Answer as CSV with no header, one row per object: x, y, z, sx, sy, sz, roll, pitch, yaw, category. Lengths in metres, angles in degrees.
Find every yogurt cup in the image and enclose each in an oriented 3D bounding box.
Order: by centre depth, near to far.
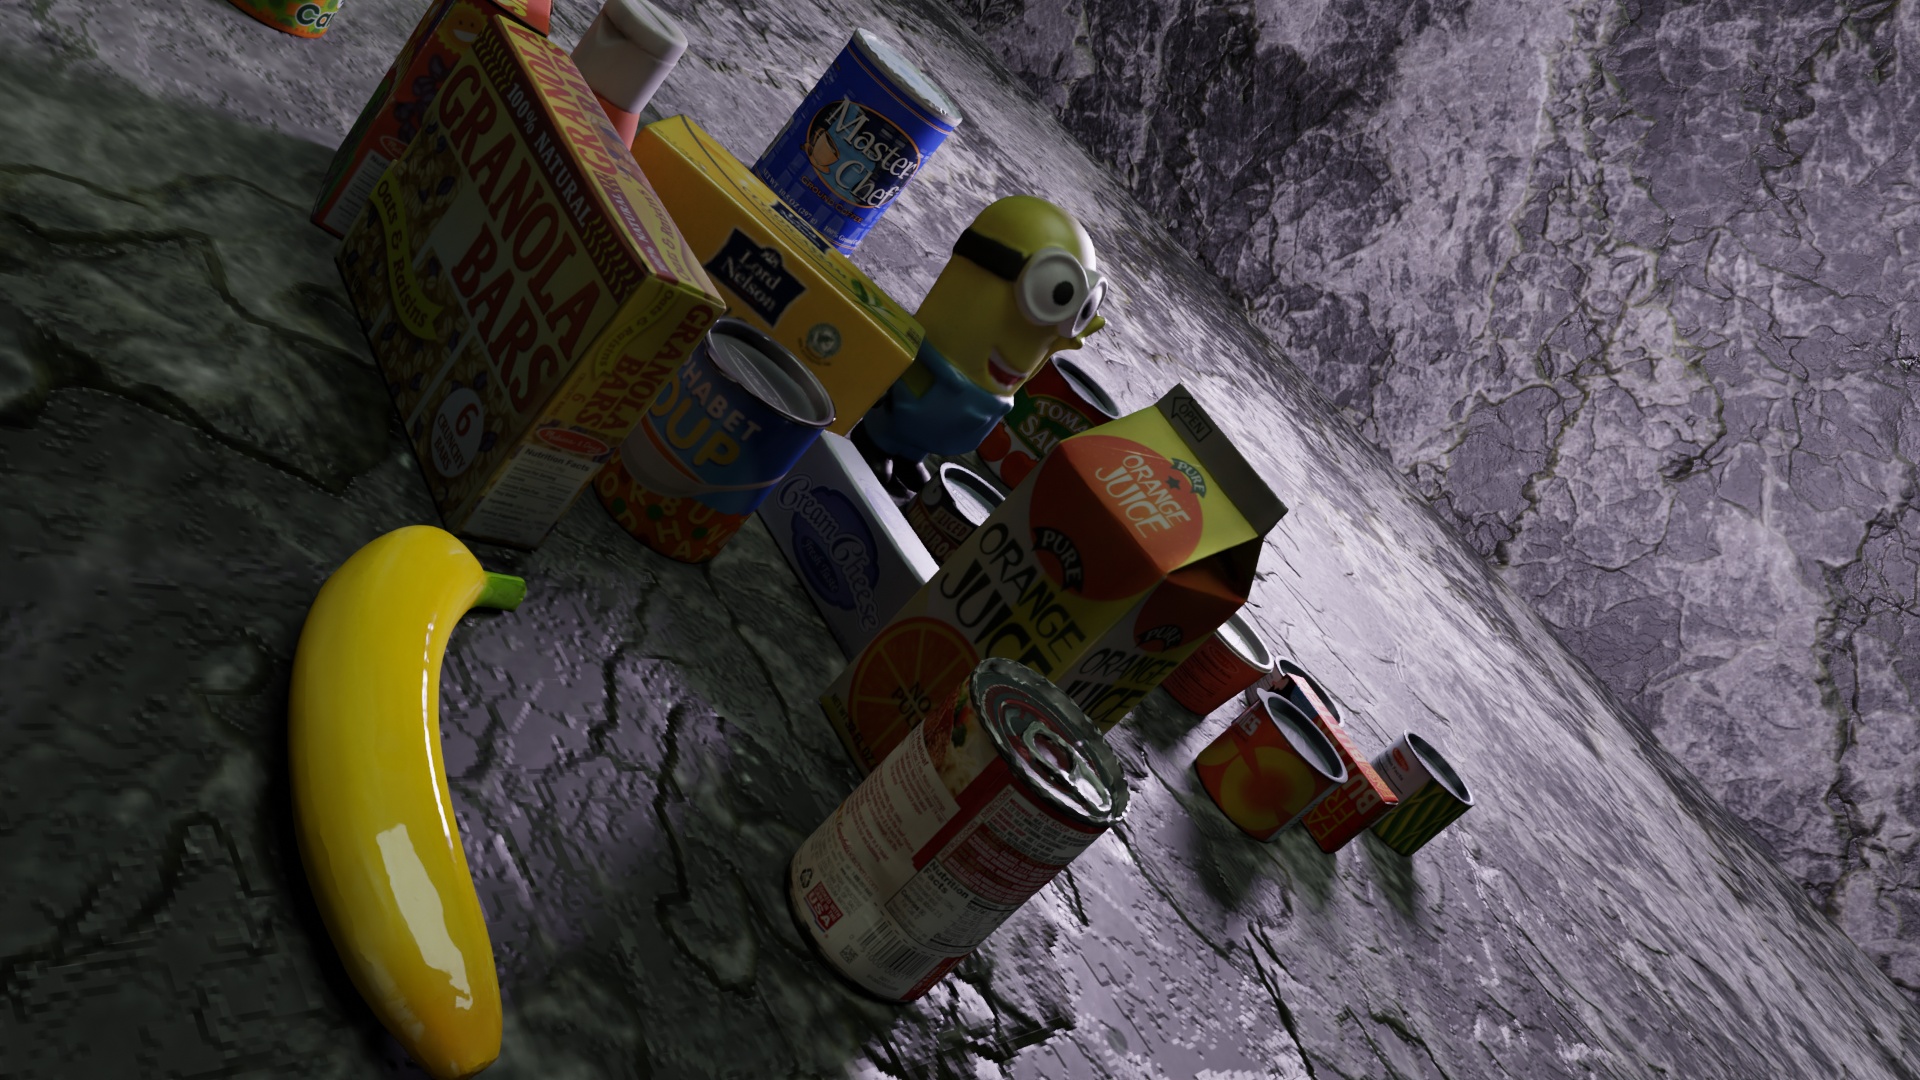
0.156,0.074,0.880,0.072,0.053,0.073,37,21,-16,yogurt cup

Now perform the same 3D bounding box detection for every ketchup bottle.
-0.176,-0.170,0.608,0.065,0.148,0.043,48,20,13,ketchup bottle

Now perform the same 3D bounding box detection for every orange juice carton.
0.040,0.030,0.549,0.073,0.192,0.072,15,34,-53,orange juice carton

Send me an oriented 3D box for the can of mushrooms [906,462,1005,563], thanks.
0.003,-0.010,0.790,0.071,0.033,0.071,37,21,-16,can of mushrooms

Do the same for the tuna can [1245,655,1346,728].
0.235,0.117,0.973,0.071,0.032,0.071,37,21,-16,tuna can

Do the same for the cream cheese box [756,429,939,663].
-0.050,0.004,0.635,0.024,0.053,0.104,15,34,-53,cream cheese box

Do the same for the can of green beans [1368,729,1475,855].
0.310,0.174,0.959,0.071,0.057,0.071,37,21,-16,can of green beans

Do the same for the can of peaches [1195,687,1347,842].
0.177,0.129,0.801,0.071,0.058,0.071,37,21,-16,can of peaches

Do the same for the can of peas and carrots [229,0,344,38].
-0.334,-0.294,0.694,0.071,0.058,0.071,37,21,-16,can of peas and carrots

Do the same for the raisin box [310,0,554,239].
-0.224,-0.189,0.595,0.040,0.123,0.086,31,23,-31,raisin box

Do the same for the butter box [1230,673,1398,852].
0.221,0.139,0.871,0.024,0.053,0.104,18,31,-50,butter box

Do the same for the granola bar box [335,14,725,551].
-0.167,-0.098,0.517,0.039,0.124,0.166,17,33,-52,granola bar box

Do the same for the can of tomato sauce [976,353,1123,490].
0.060,-0.077,0.960,0.071,0.083,0.071,37,21,-16,can of tomato sauce

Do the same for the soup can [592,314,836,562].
-0.105,-0.042,0.578,0.071,0.083,0.071,37,21,-16,soup can
